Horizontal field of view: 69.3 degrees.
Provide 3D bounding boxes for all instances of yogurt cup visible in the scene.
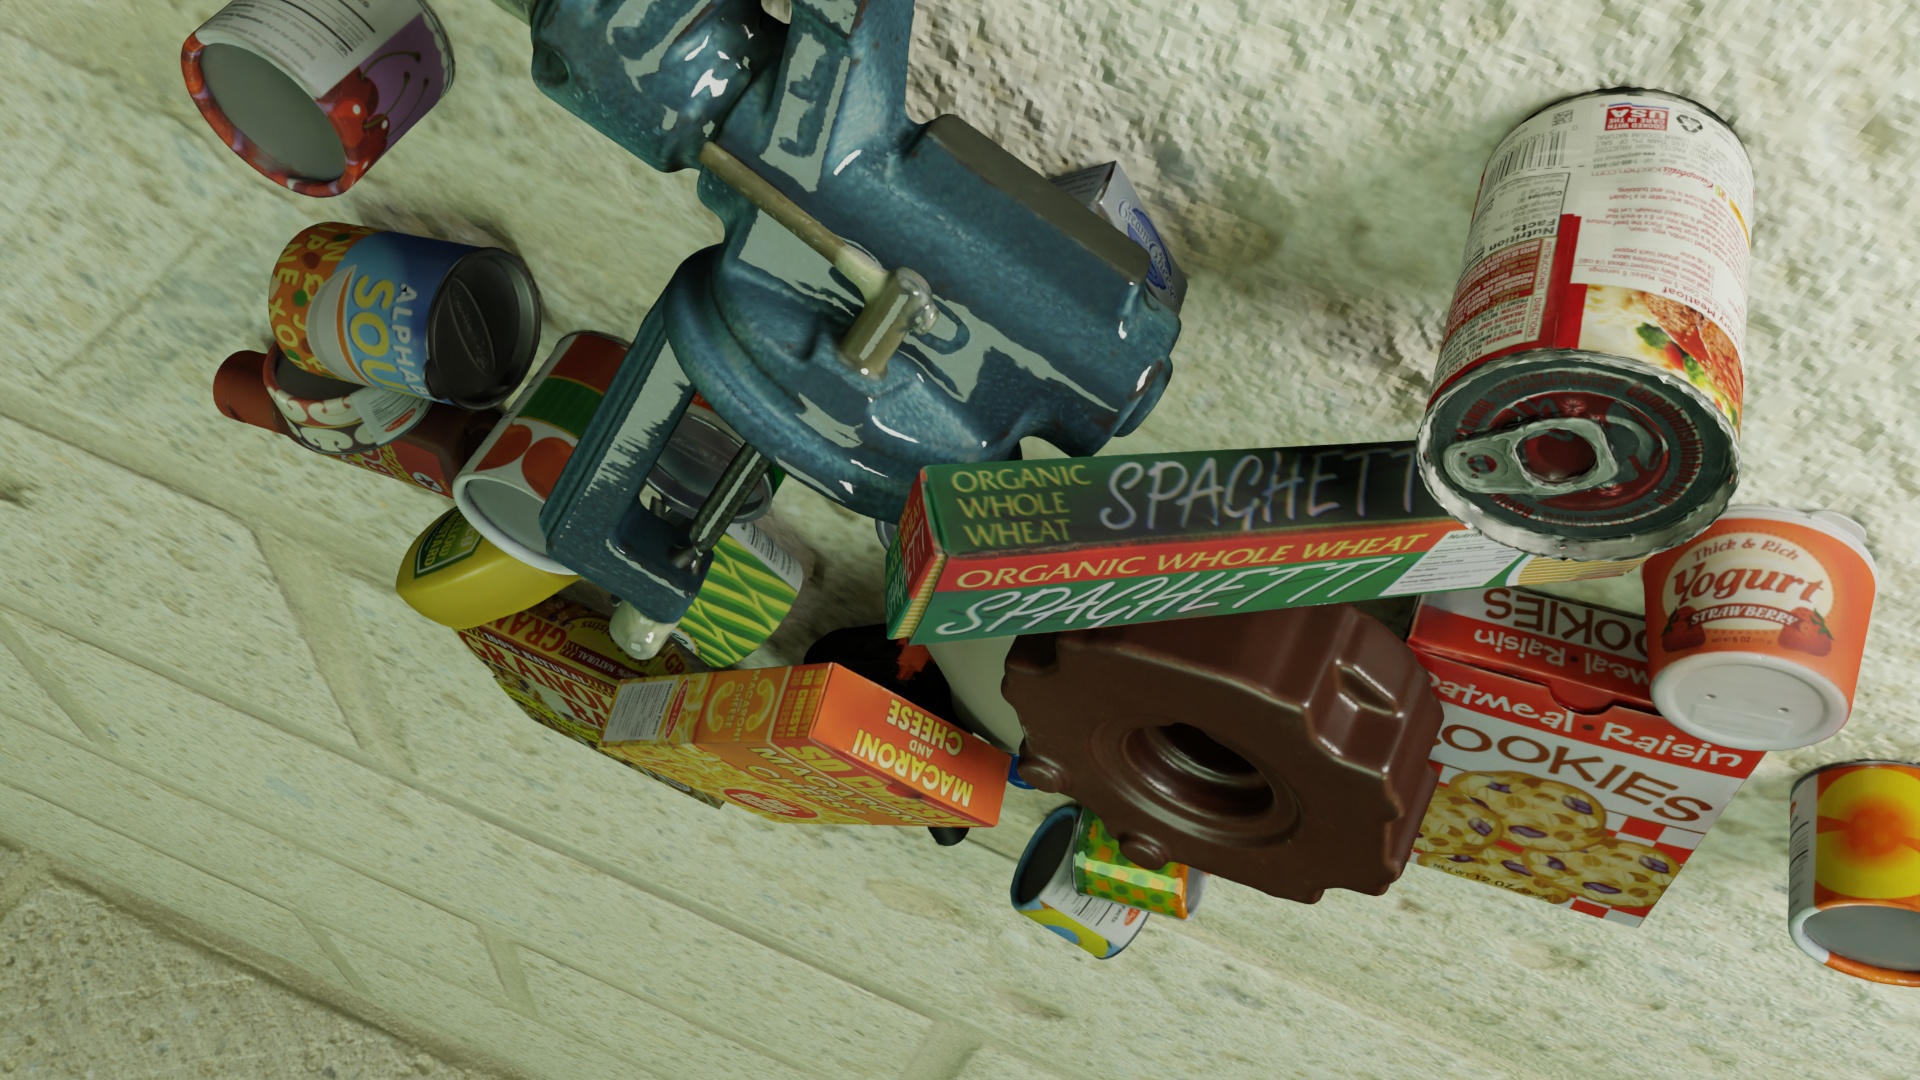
[{"bbox_3d":[0.252,0.030,0.443,0.072,0.054,0.072,17,147,12],"label":"yogurt cup"}]

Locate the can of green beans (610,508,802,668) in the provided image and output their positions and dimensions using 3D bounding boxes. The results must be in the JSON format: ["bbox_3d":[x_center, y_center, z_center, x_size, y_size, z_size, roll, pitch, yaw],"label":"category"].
[{"bbox_3d":[-0.117,0.018,0.654,0.071,0.071,0.057,-16,129,45],"label":"can of green beans"}]

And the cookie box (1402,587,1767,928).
[{"bbox_3d":[0.229,0.088,0.550,0.123,0.040,0.166,14,146,17],"label":"cookie box"}]

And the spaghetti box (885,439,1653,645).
[{"bbox_3d":[0.102,-0.003,0.396,0.250,0.029,0.050,-4,151,-19],"label":"spaghetti box"}]

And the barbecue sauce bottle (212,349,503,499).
[{"bbox_3d":[-0.294,-0.059,0.683,0.148,0.044,0.064,16,154,14],"label":"barbecue sauce bottle"}]

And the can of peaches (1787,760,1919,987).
[{"bbox_3d":[0.344,0.123,0.508,0.071,0.058,0.071,18,146,12],"label":"can of peaches"}]

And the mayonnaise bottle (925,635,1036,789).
[{"bbox_3d":[0.022,0.067,0.656,0.065,0.041,0.147,11,146,23],"label":"mayonnaise bottle"}]

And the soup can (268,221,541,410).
[{"bbox_3d":[-0.229,-0.091,0.570,0.084,0.072,0.071,12,145,19],"label":"soup can"}]

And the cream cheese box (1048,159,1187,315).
[{"bbox_3d":[0.017,-0.087,0.459,0.103,0.024,0.053,-5,137,37],"label":"cream cheese box"}]

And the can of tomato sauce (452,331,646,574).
[{"bbox_3d":[-0.163,-0.036,0.593,0.071,0.083,0.070,17,146,12],"label":"can of tomato sauce"}]

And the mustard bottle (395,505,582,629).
[{"bbox_3d":[-0.226,0.003,0.712,0.160,0.065,0.048,-15,136,37],"label":"mustard bottle"}]

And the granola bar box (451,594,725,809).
[{"bbox_3d":[-0.213,0.084,0.808,0.165,0.039,0.123,18,148,30],"label":"granola bar box"}]

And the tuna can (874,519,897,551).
[{"bbox_3d":[0.002,-0.007,0.572,0.071,0.033,0.070,17,146,12],"label":"tuna can"}]

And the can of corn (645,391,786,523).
[{"bbox_3d":[-0.094,-0.049,0.553,0.071,0.058,0.070,17,146,12],"label":"can of corn"}]

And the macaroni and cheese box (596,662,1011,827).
[{"bbox_3d":[-0.078,0.104,0.678,0.166,0.040,0.123,-9,148,43],"label":"macaroni and cheese box"}]

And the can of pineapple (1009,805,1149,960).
[{"bbox_3d":[0.068,0.190,0.773,0.058,0.071,0.070,33,146,-11],"label":"can of pineapple"}]

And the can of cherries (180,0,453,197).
[{"bbox_3d":[-0.221,-0.160,0.481,0.071,0.059,0.071,17,145,12],"label":"can of cherries"}]

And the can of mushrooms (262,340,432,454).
[{"bbox_3d":[-0.279,-0.074,0.631,0.071,0.071,0.033,16,145,14],"label":"can of mushrooms"}]

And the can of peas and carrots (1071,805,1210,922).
[{"bbox_3d":[0.095,0.152,0.706,0.059,0.071,0.070,9,143,22],"label":"can of peas and carrots"}]
